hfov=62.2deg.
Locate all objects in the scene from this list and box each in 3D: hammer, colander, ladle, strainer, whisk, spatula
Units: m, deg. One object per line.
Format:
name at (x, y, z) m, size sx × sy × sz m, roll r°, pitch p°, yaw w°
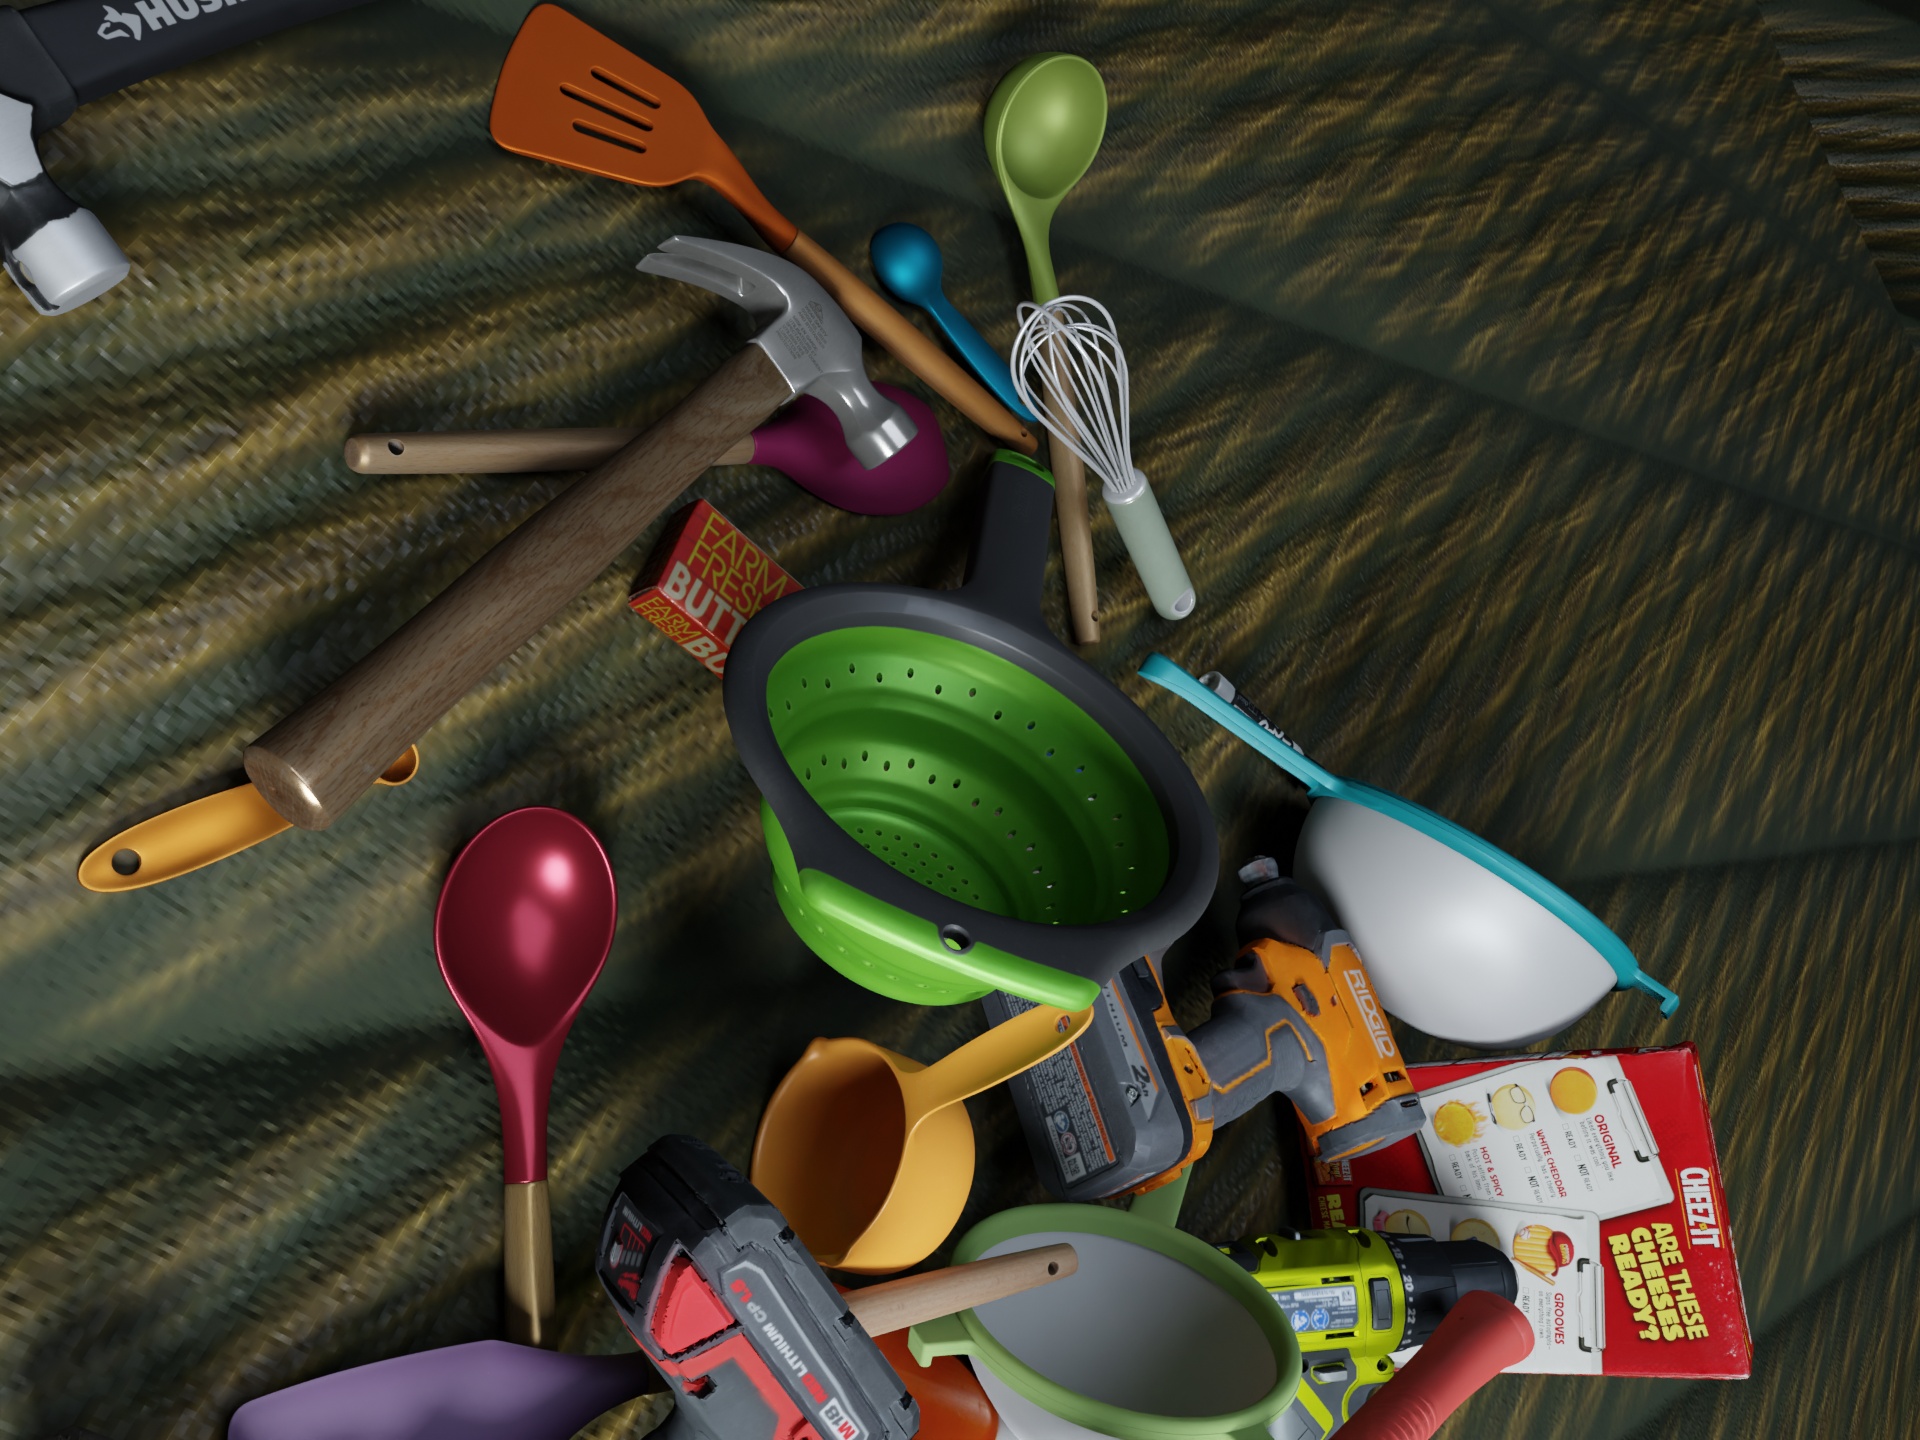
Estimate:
hammer at (0.143, 0.308, 0.638) m, size 0.359 × 0.149 × 0.037 m, roll -4°, pitch 66°, yaw -53°
colander at (-0.001, -0.002, 0.694) m, size 0.204 × 0.094 × 0.397 m, roll 23°, pitch 33°, yaw -9°
ladle at (0.059, -0.201, 0.860) m, size 0.078 × 0.062 × 0.320 m, roll -2°, pitch 84°, yaw -45°
strainer at (0.074, 0.263, 0.716) m, size 0.256 × 0.151 × 0.069 m, roll -31°, pitch 135°, yaw -73°
whisk at (0.082, -0.127, 0.827) m, size 0.058 × 0.059 × 0.246 m, roll -43°, pitch 141°, yaw -6°
strainer at (0.219, 0.091, 0.904) m, size 0.340 × 0.211 × 0.095 m, roll 35°, pitch 85°, yaw -12°
hammer at (-0.240, -0.280, 0.583) m, size 0.146 × 0.035 × 0.335 m, roll 59°, pitch 46°, yaw -19°
spatula at (-0.071, -0.209, 0.751) m, size 0.322 × 0.041 × 0.081 m, roll 33°, pitch 57°, yaw -41°
spatula at (-0.089, 0.229, 0.567) m, size 0.315 × 0.018 × 0.060 m, roll -4°, pitch 89°, yaw -32°
ladle at (-0.150, 0.188, 0.560) m, size 0.069 × 0.031 × 0.315 m, roll 2°, pitch 80°, yaw -36°
hammer at (-0.138, -0.080, 0.605) m, size 0.130 × 0.031 × 0.331 m, roll 53°, pitch 48°, yaw -17°

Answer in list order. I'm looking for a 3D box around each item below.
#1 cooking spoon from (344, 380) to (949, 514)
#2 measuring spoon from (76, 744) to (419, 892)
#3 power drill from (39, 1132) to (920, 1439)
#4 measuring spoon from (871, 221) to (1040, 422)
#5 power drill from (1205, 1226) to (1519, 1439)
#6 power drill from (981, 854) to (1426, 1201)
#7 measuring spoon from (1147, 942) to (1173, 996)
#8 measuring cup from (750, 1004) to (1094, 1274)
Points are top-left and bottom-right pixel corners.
cooking spoon at (-0.112, -0.117, 0.685) m, size 0.318 × 0.017 × 0.069 m, roll -12°, pitch 87°, yaw -47°
measuring spoon at (-0.234, 0.030, 0.528) m, size 0.117 × 0.011 × 0.021 m, roll -27°, pitch 100°, yaw -43°
power drill at (-0.145, 0.229, 0.481) m, size 0.227 × 0.080 × 0.187 m, roll -38°, pitch 110°, yaw -21°
measuring spoon at (0.005, -0.205, 0.818) m, size 0.128 × 0.021 × 0.042 m, roll 46°, pitch 48°, yaw -20°
power drill at (0.195, 0.369, 0.790) m, size 0.190 × 0.080 × 0.228 m, roll 1°, pitch 80°, yaw -14°
power drill at (0.124, 0.145, 0.791) m, size 0.226 × 0.084 × 0.164 m, roll 3°, pitch 58°, yaw -40°
measuring spoon at (0.109, 0.152, 0.844) m, size 0.034 × 0.018 × 0.124 m, roll 10°, pitch 73°, yaw -45°
measuring cup at (-0.005, 0.155, 0.619) m, size 0.052 × 0.173 × 0.095 m, roll 33°, pitch 33°, yaw -41°
